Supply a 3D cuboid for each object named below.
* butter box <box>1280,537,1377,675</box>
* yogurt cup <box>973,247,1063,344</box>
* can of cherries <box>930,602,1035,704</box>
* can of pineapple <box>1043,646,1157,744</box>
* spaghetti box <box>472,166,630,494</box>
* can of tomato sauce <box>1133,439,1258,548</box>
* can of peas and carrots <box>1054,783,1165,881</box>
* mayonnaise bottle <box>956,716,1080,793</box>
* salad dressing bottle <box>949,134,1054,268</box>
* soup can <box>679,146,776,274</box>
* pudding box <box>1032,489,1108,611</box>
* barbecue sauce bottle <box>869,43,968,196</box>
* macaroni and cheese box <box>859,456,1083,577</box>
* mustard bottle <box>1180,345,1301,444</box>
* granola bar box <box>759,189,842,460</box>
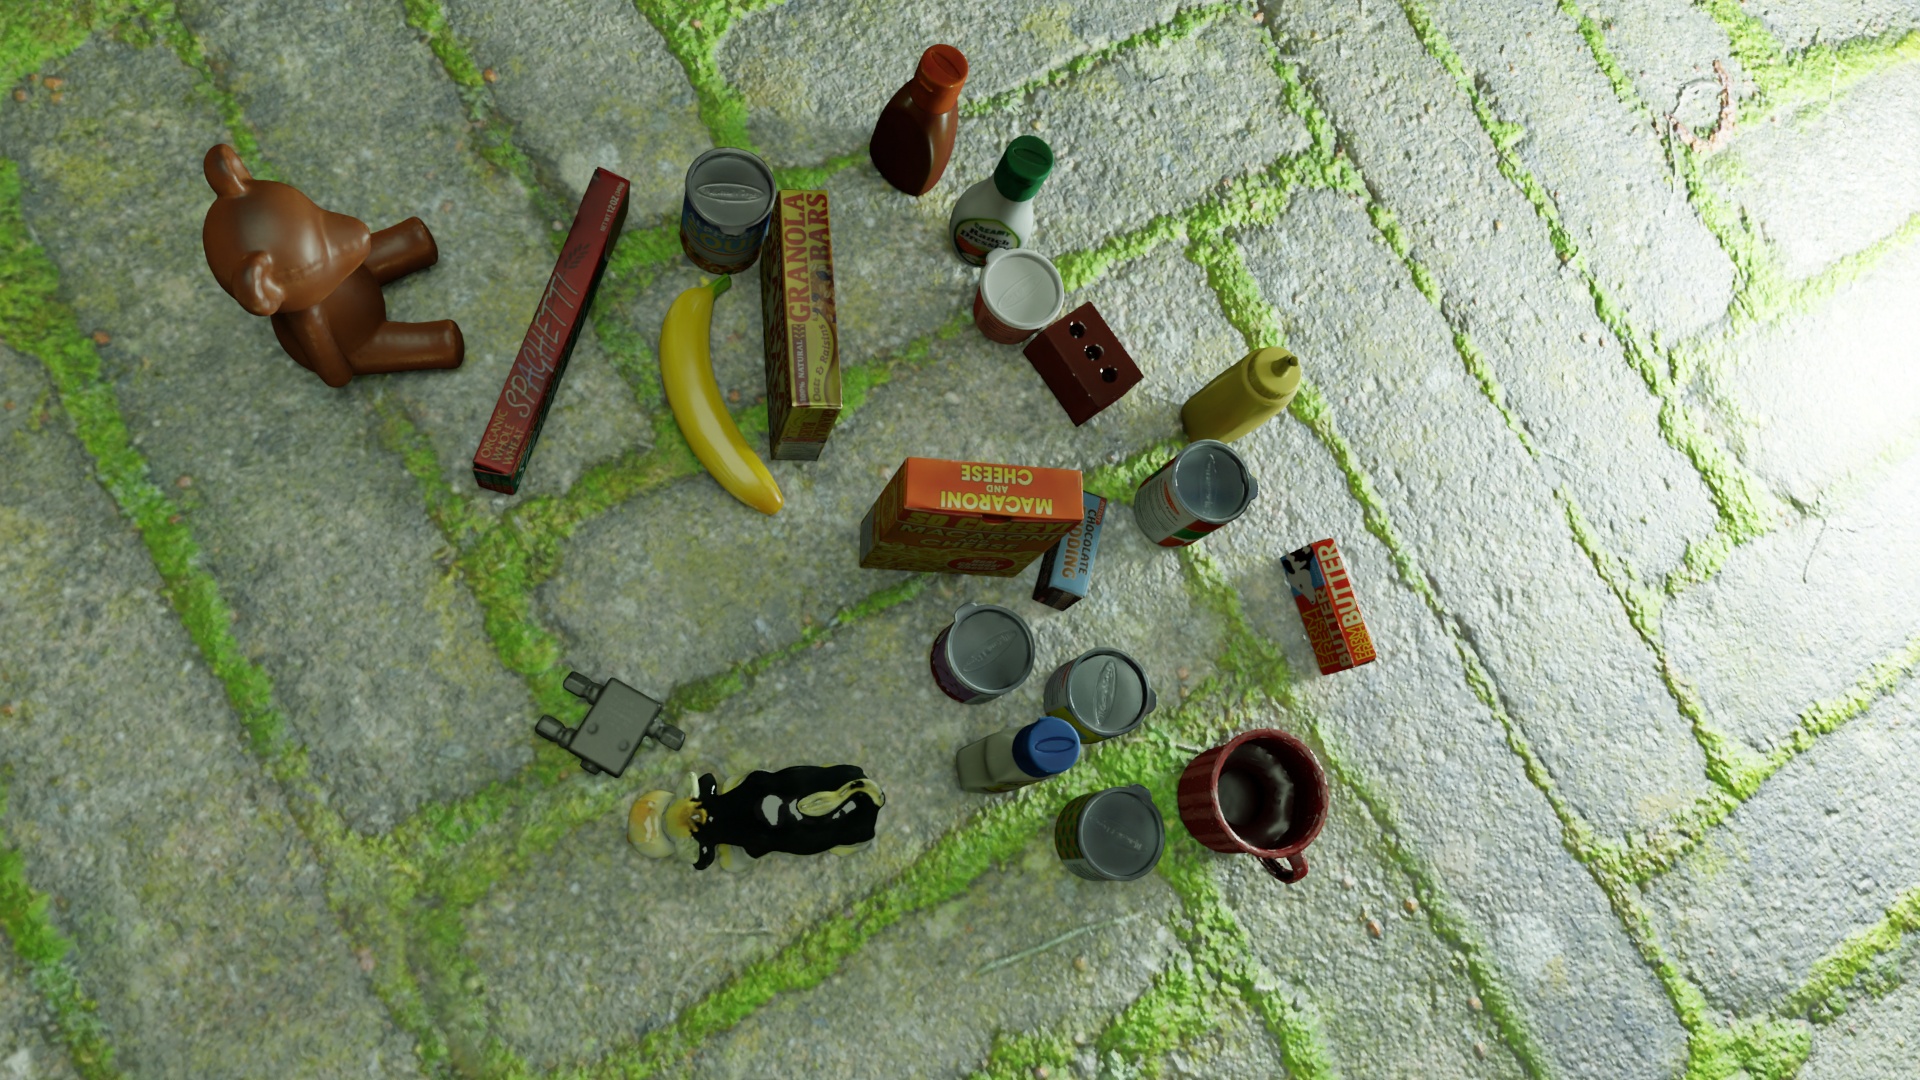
[{"bbox_3d":[0.293,0.053,1.107,0.024,0.053,0.103,-15,80,-18],"label":"butter box"},{"bbox_3d":[0.043,-0.191,1.107,0.072,0.053,0.072,4,75,-14],"label":"yogurt cup"},{"bbox_3d":[0.014,0.083,1.024,0.071,0.058,0.071,4,75,-14],"label":"can of cherries"},{"bbox_3d":[0.103,0.118,1.037,0.071,0.057,0.071,4,75,-14],"label":"can of pineapple"},{"bbox_3d":[-0.295,-0.153,1.011,0.029,0.050,0.251,19,71,-9],"label":"spaghetti box"},{"bbox_3d":[0.182,-0.035,1.086,0.071,0.083,0.071,4,75,-14],"label":"can of tomato sauce"},{"bbox_3d":[0.109,0.213,1.013,0.071,0.058,0.071,4,75,-14],"label":"can of peas and carrots"},{"bbox_3d":[0.042,0.150,0.965,0.065,0.147,0.041,-4,77,-15],"label":"mayonnaise bottle"},{"bbox_3d":[0.033,-0.261,1.074,0.064,0.147,0.044,19,72,-9],"label":"salad dressing bottle"},{"bbox_3d":[-0.177,-0.244,1.048,0.071,0.083,0.071,4,75,-14],"label":"soup can"},{"bbox_3d":[0.085,0.007,1.067,0.030,0.049,0.084,19,72,-9],"label":"pudding box"},{"bbox_3d":[-0.029,-0.326,1.075,0.065,0.148,0.044,45,70,0],"label":"barbecue sauce bottle"},{"bbox_3d":[0.004,-0.012,0.989,0.124,0.166,0.040,4,75,-14],"label":"macaroni and cheese box"},{"bbox_3d":[0.226,-0.116,1.078,0.065,0.159,0.049,-22,82,-19],"label":"mustard bottle"},{"bbox_3d":[-0.119,-0.154,1.018,0.039,0.124,0.166,-1,76,-15],"label":"granola bar box"}]
